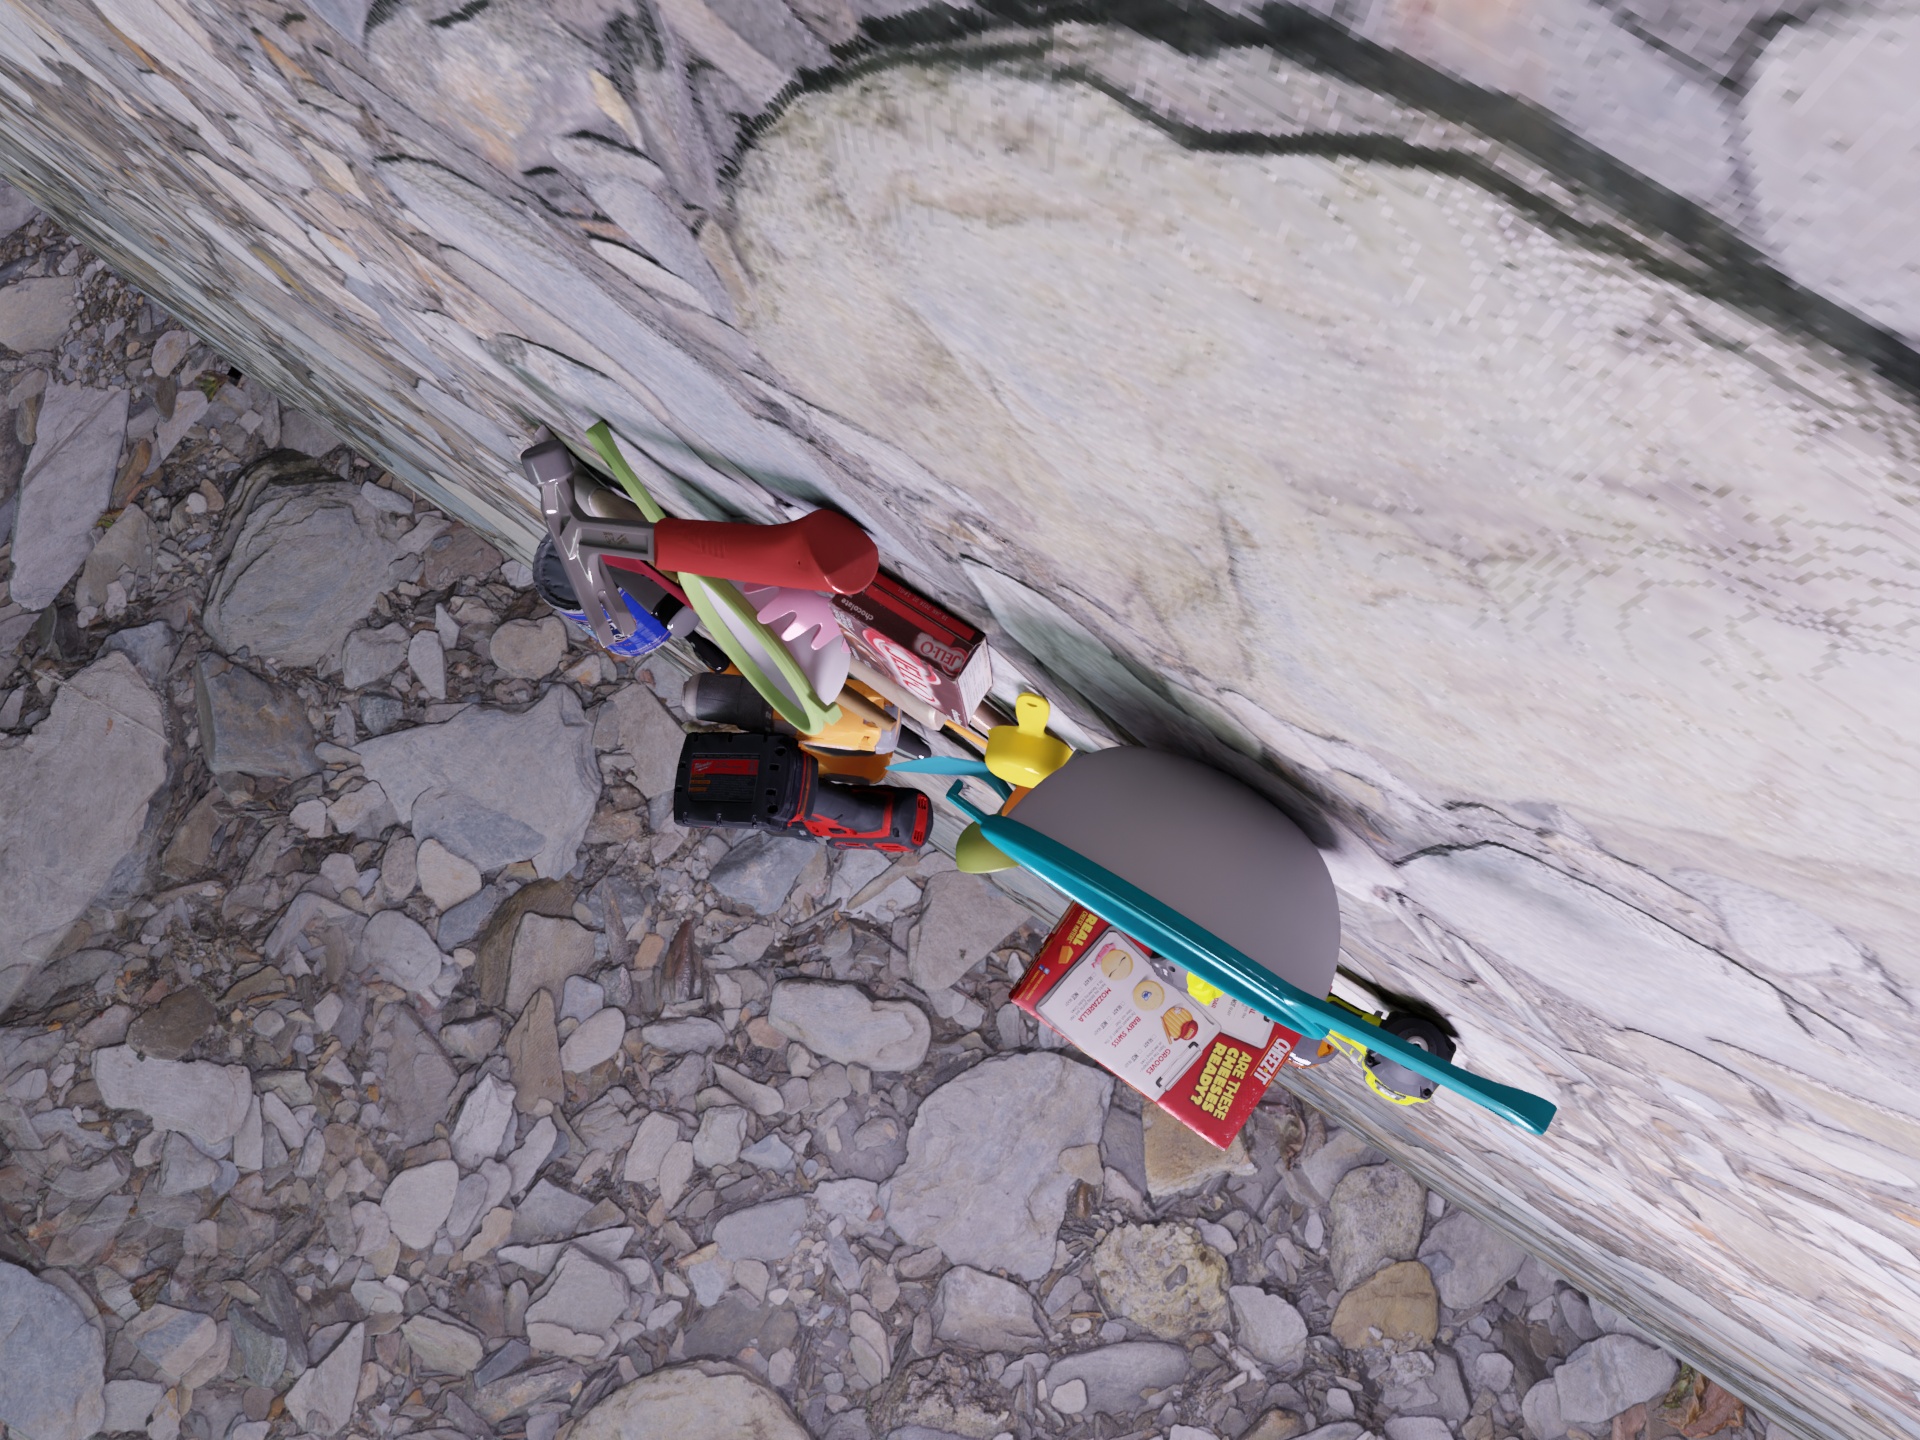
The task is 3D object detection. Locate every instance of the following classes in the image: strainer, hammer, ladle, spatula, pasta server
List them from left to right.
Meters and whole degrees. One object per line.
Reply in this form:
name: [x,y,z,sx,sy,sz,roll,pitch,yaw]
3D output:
hammer: [-0.164,-0.099,0.983,0.359,0.037,0.149,13,129,51]
hammer: [-0.230,-0.055,1.491,0.127,0.034,0.336,38,172,28]
ladle: [-0.182,-0.077,1.228,0.315,0.031,0.069,32,170,10]
strainer: [-0.154,-0.109,1.090,0.256,0.069,0.151,54,166,-11]
hammer: [-0.172,-0.107,1.230,0.411,0.038,0.146,31,171,25]
pasta server: [-0.017,-0.020,1.083,0.040,0.060,0.316,-30,130,31]
spatula: [0.068,0.105,1.462,0.082,0.044,0.317,-13,137,46]
ladle: [0.145,0.168,1.401,0.320,0.062,0.078,27,-166,-2]
strainer: [0.161,0.092,0.799,0.341,0.095,0.210,23,170,48]

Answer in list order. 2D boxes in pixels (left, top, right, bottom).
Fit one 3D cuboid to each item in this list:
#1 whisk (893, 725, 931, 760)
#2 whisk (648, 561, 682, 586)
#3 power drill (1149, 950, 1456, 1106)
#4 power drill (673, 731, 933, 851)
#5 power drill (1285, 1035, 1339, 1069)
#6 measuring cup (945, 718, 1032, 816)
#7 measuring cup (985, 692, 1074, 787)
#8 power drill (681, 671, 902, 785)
whisk: [-0.132,-0.020,1.594,0.239,0.055,0.055,28,171,14]
whisk: [-0.225,-0.116,1.411,0.245,0.047,0.051,37,164,16]
power drill: [0.260,0.209,1.193,0.223,0.080,0.171,29,171,18]
power drill: [-0.155,0.071,1.403,0.188,0.080,0.226,0,168,32]
power drill: [0.247,0.261,1.505,0.226,0.084,0.164,24,170,13]
measuring cup: [0.042,0.062,1.285,0.173,0.052,0.095,34,173,-7]
measuring cup: [0.043,0.014,1.028,0.062,0.029,0.156,15,167,6]
power drill: [-0.144,0.001,1.419,0.185,0.084,0.226,7,171,-1]
